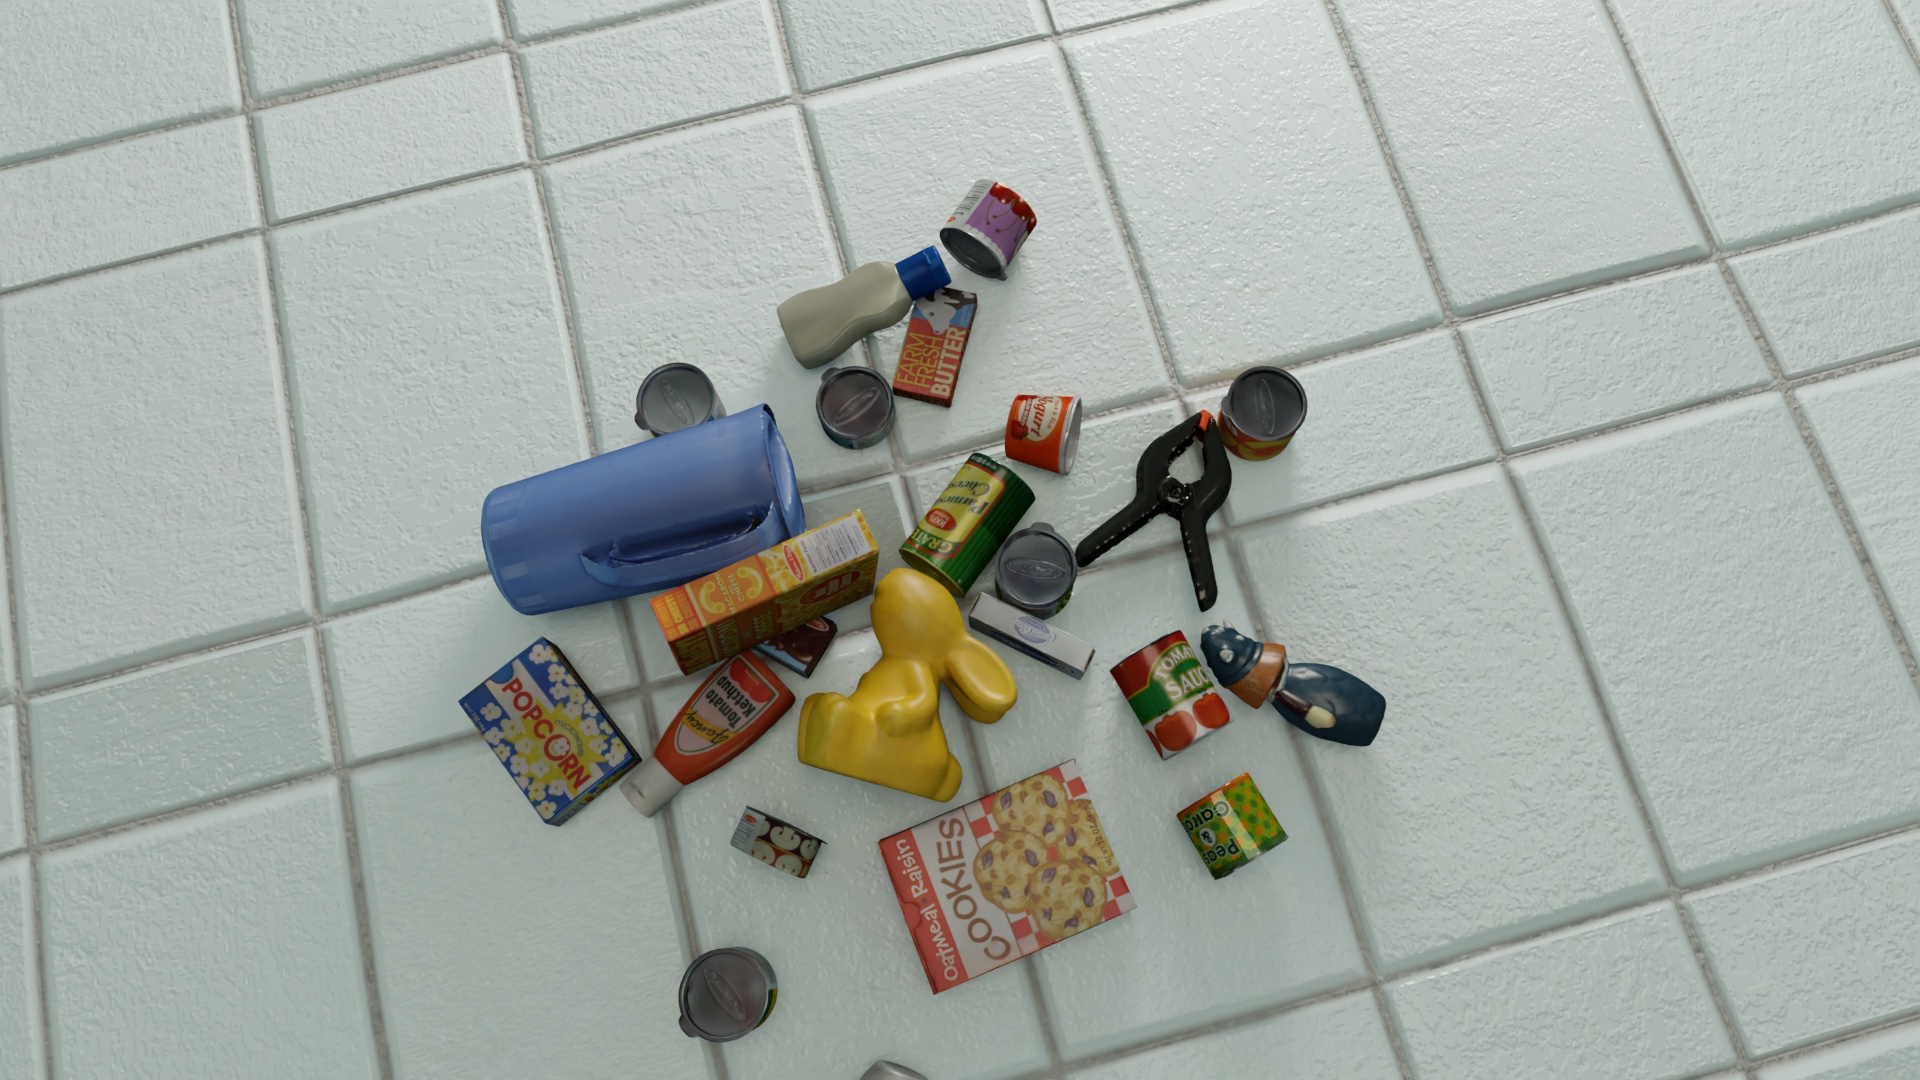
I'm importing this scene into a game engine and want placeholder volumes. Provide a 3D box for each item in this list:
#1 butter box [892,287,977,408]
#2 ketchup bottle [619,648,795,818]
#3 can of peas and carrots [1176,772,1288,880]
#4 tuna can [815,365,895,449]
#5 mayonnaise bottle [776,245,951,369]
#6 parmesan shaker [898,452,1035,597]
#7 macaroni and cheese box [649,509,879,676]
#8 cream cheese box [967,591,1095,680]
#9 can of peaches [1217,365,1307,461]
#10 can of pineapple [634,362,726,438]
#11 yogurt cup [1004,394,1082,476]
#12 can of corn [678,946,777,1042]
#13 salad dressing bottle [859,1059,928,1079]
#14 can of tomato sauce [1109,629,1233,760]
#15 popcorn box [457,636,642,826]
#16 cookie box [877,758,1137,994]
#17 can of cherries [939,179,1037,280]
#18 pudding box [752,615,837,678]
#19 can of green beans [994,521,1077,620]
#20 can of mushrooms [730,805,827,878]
[{"bbox_3d":[-0.022,-0.169,1.205,0.053,0.024,0.104,13,75,5],"label":"butter box"},{"bbox_3d":[-0.205,0.156,1.108,0.149,0.043,0.065,-44,72,-10],"label":"ketchup bottle"},{"bbox_3d":[0.207,0.220,1.069,0.071,0.070,0.059,-29,75,-6],"label":"can of peas and carrots"},{"bbox_3d":[-0.091,-0.114,1.186,0.071,0.032,0.071,0,75,1],"label":"tuna can"},{"bbox_3d":[-0.081,-0.205,1.193,0.148,0.041,0.065,-25,71,6],"label":"mayonnaise bottle"},{"bbox_3d":[0.004,-0.014,1.141,0.071,0.071,0.103,34,78,10],"label":"parmesan shaker"},{"bbox_3d":[-0.146,0.043,1.061,0.167,0.123,0.040,-24,77,-13],"label":"macaroni and cheese box"},{"bbox_3d":[0.057,0.078,1.120,0.104,0.053,0.024,26,79,8],"label":"cream cheese box"},{"bbox_3d":[0.249,-0.105,1.165,0.071,0.058,0.071,0,75,1],"label":"can of peaches"},{"bbox_3d":[-0.236,-0.109,1.175,0.071,0.057,0.071,0,74,1],"label":"can of pineapple"},{"bbox_3d":[0.069,-0.091,1.162,0.054,0.072,0.072,11,75,12],"label":"yogurt cup"},{"bbox_3d":[-0.176,0.343,1.048,0.071,0.058,0.071,0,75,1],"label":"can of corn"},{"bbox_3d":[-0.068,0.463,1.021,0.064,0.044,0.148,21,77,5],"label":"salad dressing bottle"},{"bbox_3d":[0.168,0.122,1.097,0.071,0.071,0.083,-28,77,-6],"label":"can of tomato sauce"},{"bbox_3d":[-0.328,0.153,1.114,0.085,0.038,0.127,-39,78,-8],"label":"popcorn box"},{"bbox_3d":[0.035,0.259,1.076,0.168,0.040,0.123,-22,75,-5],"label":"cookie box"},{"bbox_3d":[0.026,-0.270,1.212,0.071,0.071,0.058,31,77,9],"label":"can of cherries"},{"bbox_3d":[-0.148,0.072,1.137,0.084,0.030,0.050,28,76,8],"label":"pudding box"},{"bbox_3d":[0.061,0.028,1.131,0.071,0.057,0.071,0,75,1],"label":"can of green beans"},{"bbox_3d":[-0.140,0.234,1.074,0.071,0.071,0.033,23,77,7],"label":"can of mushrooms"}]
